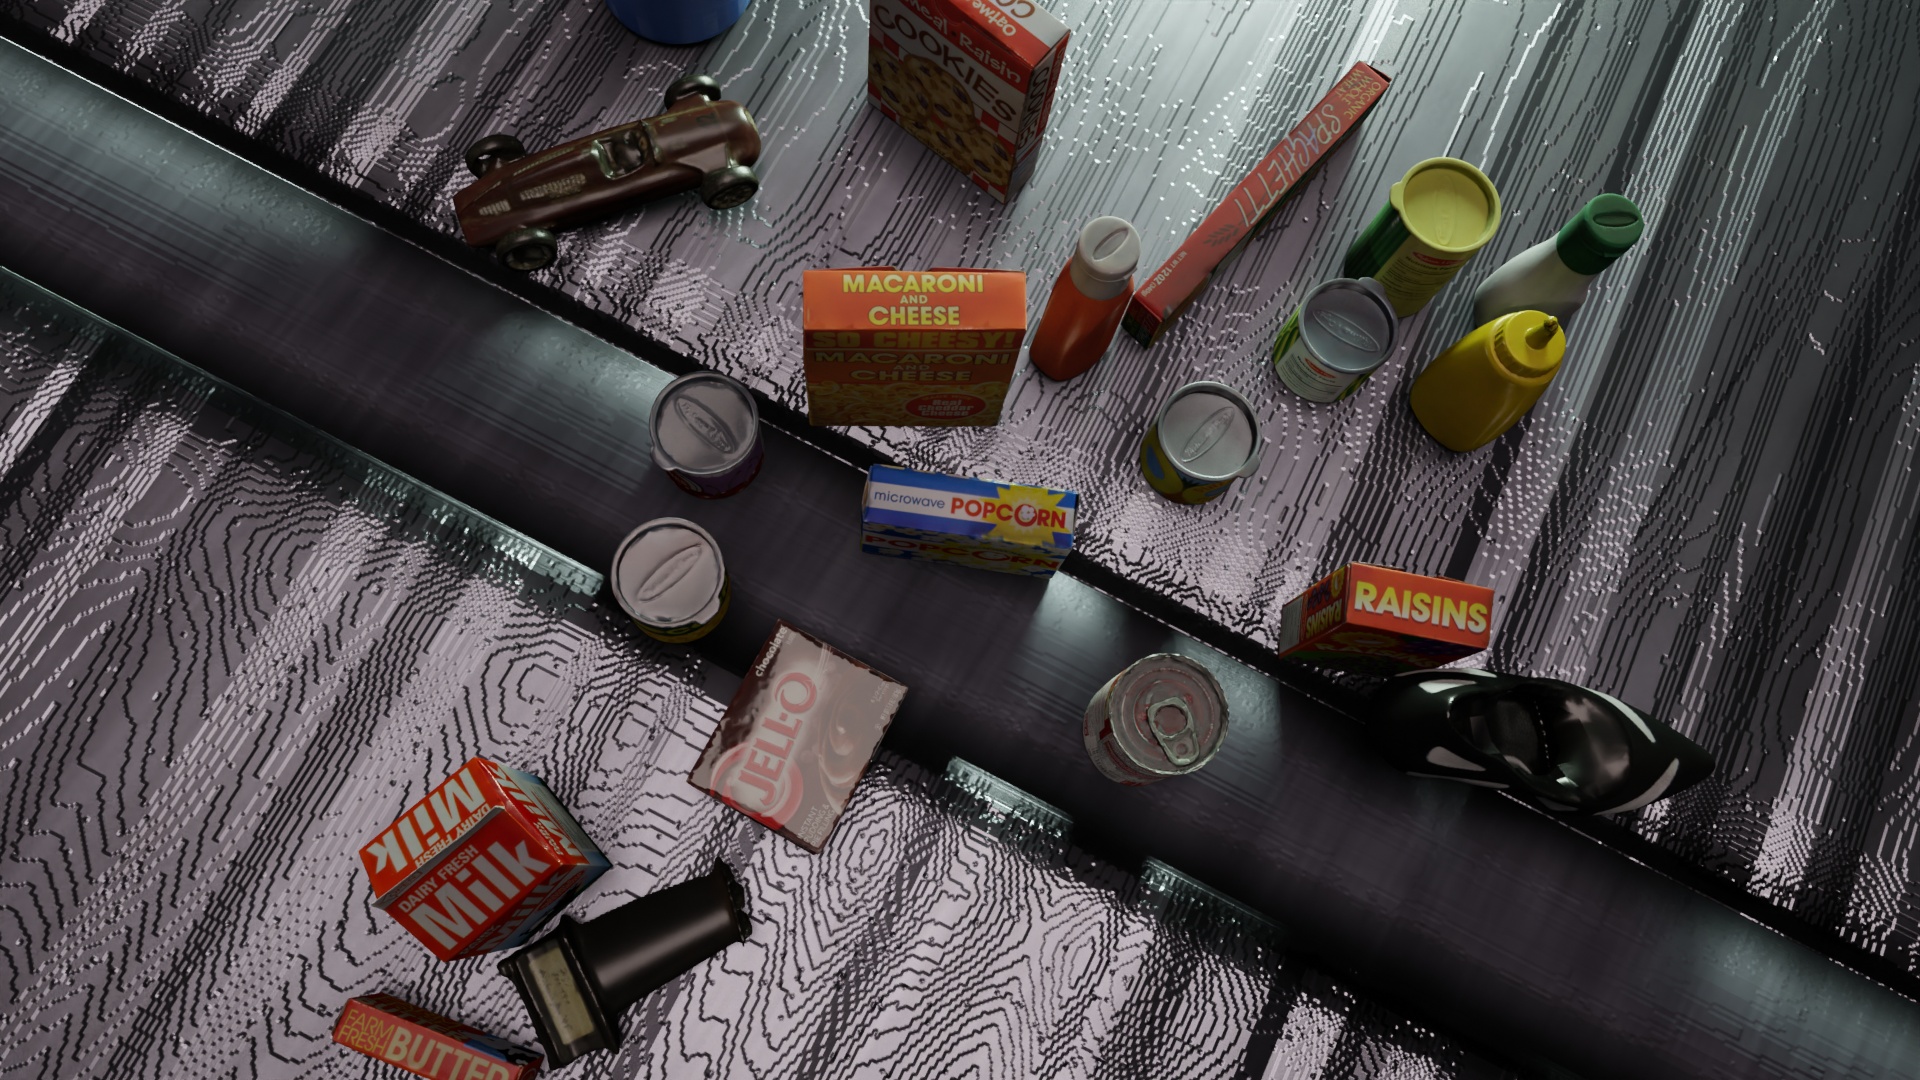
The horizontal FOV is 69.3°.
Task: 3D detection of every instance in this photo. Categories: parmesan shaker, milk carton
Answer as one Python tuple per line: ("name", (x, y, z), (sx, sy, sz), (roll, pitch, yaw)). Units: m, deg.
("parmesan shaker", (0.298, -0.197, 0.913), (0.071, 0.103, 0.071), (1, 76, -4))
("milk carton", (-0.247, 0.167, 0.727), (0.072, 0.190, 0.073), (-40, 82, -13))

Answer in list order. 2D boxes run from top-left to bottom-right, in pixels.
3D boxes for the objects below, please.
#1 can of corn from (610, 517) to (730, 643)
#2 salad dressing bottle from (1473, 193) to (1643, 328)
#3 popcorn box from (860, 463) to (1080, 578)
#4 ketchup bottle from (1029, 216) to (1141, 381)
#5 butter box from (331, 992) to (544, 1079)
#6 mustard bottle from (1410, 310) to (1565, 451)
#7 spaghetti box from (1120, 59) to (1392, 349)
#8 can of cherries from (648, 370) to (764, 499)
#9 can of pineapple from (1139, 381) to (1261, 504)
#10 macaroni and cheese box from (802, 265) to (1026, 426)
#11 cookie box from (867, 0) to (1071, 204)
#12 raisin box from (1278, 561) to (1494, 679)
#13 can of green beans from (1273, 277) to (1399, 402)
("can of corn", (-0.171, 0.027, 0.838), (0.071, 0.058, 0.071), (1, 76, -4))
("salad dressing bottle", (0.382, -0.171, 0.890), (0.064, 0.147, 0.044), (-2, 76, -5))
("popcorn box", (0.003, -0.011, 0.849), (0.127, 0.085, 0.038), (8, 76, -3))
("ketchup bottle", (0.080, -0.150, 0.858), (0.043, 0.148, 0.065), (45, 77, 7))
("butter box", (-0.287, 0.279, 0.765), (0.103, 0.053, 0.024), (21, 75, 1))
("mustard bottle", (0.335, -0.105, 0.862), (0.049, 0.160, 0.065), (-38, 82, -12))
("spaghetti box", (0.201, -0.229, 0.940), (0.029, 0.050, 0.251), (42, 76, 6))
("can of cherries", (-0.159, -0.063, 0.862), (0.071, 0.058, 0.071), (1, 76, -4))
("can of pineapple", (0.153, -0.059, 0.888), (0.071, 0.057, 0.071), (1, 76, -4))
("macaroni and cheese box", (-0.031, -0.112, 0.830), (0.124, 0.166, 0.040), (-1, 76, -5))
("cookie box", (-0.001, -0.300, 0.881), (0.123, 0.167, 0.040), (39, 76, 5))
("raisin box", (0.252, 0.050, 0.834), (0.086, 0.123, 0.040), (11, 75, -2))
("can of green beans", (0.246, -0.130, 0.914), (0.071, 0.057, 0.071), (1, 76, -4))
